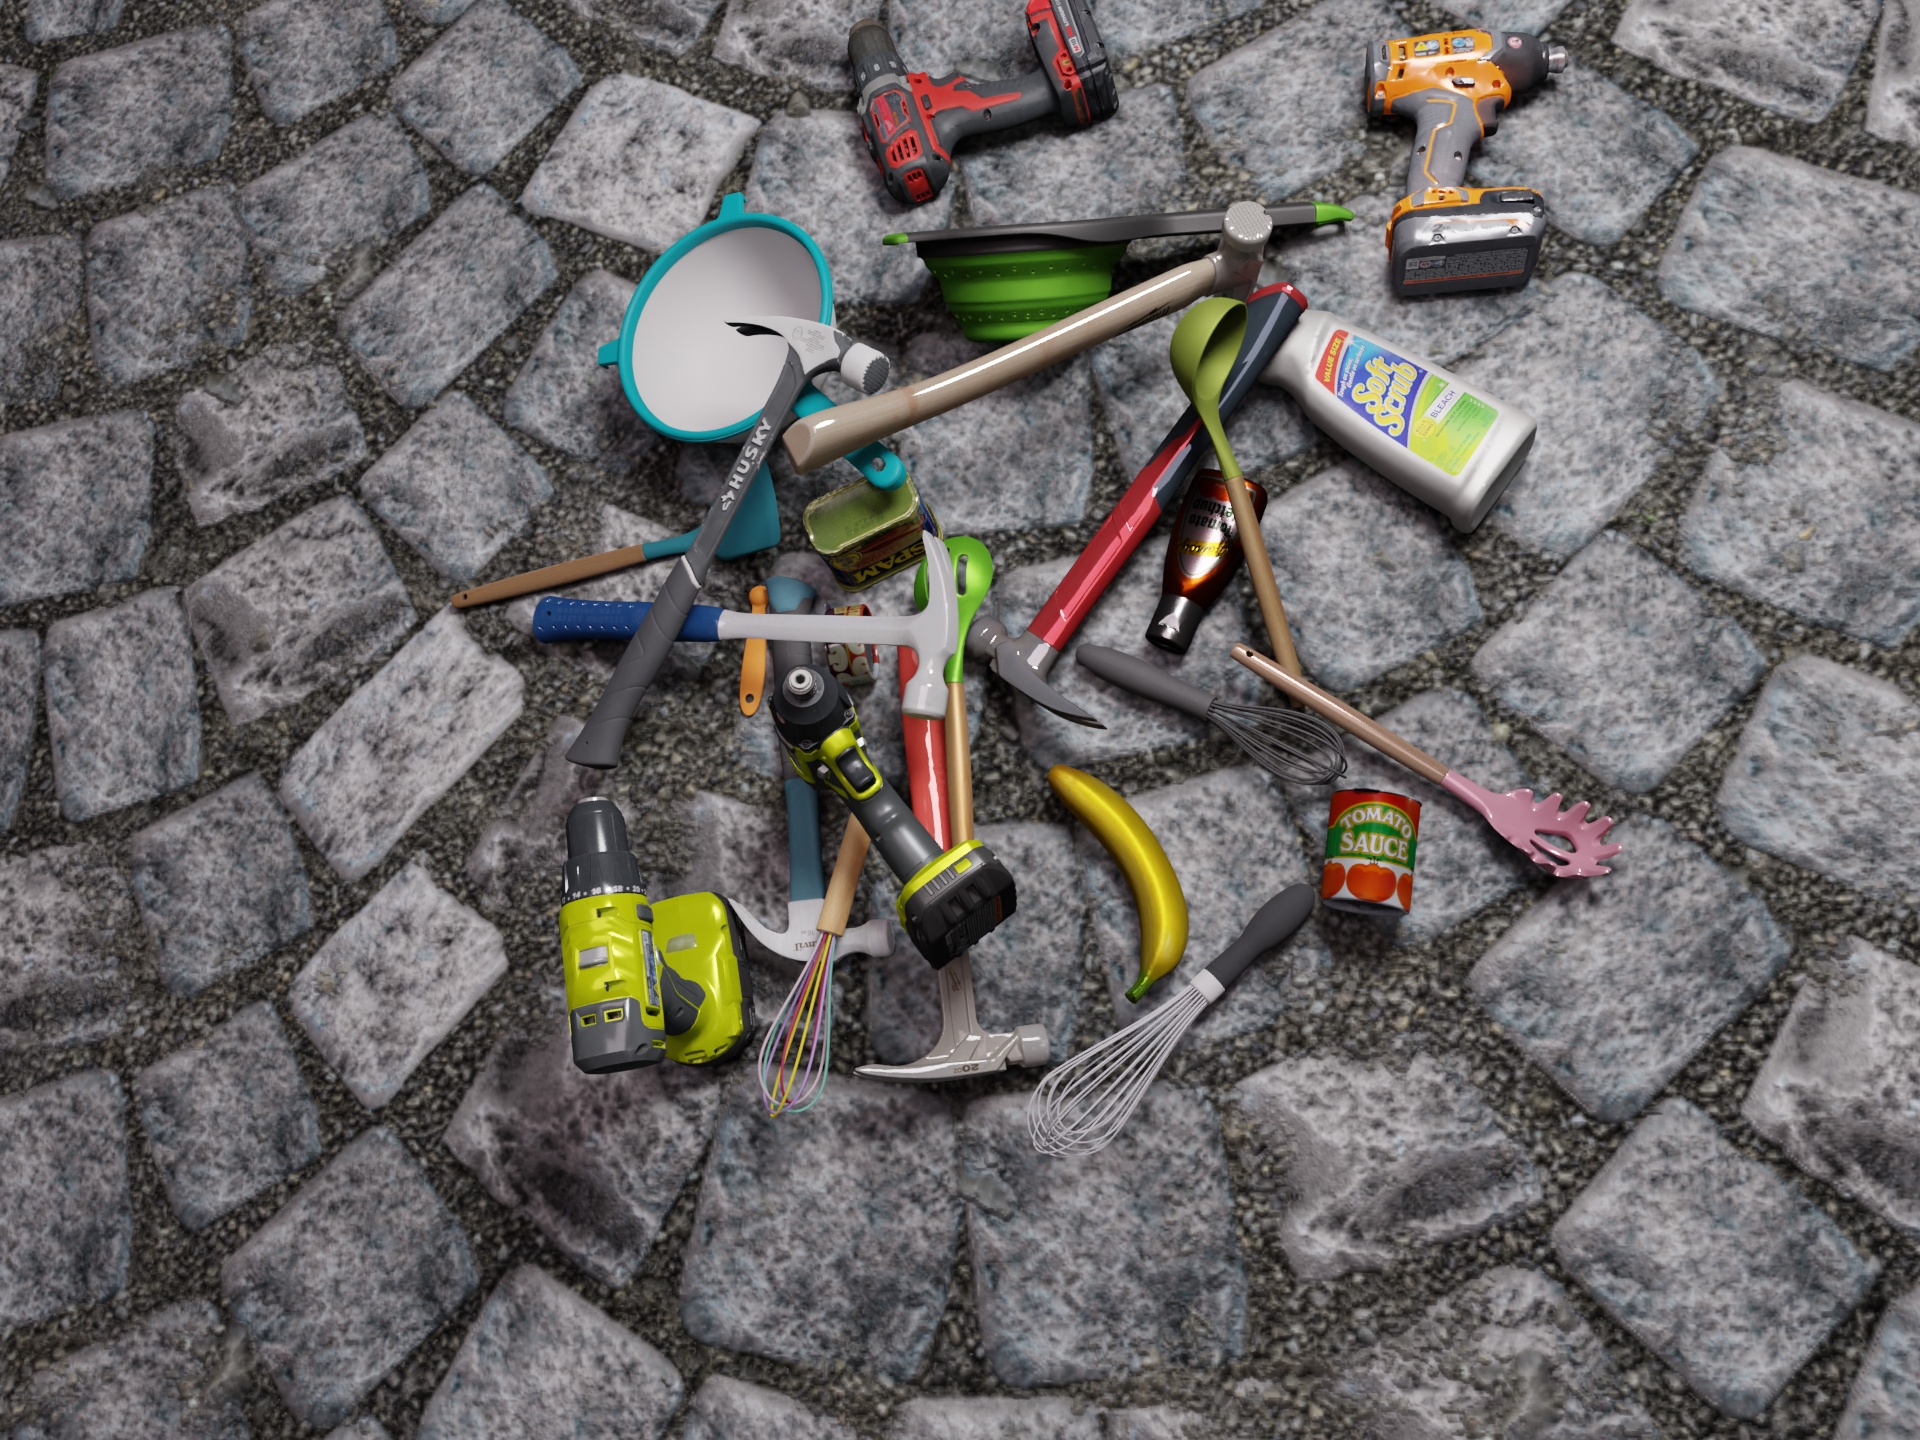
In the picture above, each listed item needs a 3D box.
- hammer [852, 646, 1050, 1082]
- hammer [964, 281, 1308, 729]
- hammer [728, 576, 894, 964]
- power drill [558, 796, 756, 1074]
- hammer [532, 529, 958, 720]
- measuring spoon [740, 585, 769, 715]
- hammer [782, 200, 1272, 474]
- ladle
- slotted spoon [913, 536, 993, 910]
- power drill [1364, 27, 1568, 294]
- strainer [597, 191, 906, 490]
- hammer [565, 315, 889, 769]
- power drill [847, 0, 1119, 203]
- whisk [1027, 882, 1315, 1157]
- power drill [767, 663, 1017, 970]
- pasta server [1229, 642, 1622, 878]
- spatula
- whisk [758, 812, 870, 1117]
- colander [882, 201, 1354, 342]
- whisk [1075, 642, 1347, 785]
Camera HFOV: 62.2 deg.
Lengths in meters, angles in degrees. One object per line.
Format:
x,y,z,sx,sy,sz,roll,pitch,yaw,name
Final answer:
-0.026,0.101,1.251,0.149,0.036,0.359,-4,70,-10,hammer
0.164,-0.177,1.265,0.143,0.038,0.386,37,91,33,hammer
-0.131,0.036,1.308,0.128,0.033,0.331,-8,73,8,hammer
-0.231,0.168,1.187,0.080,0.228,0.191,-13,72,8,power drill
-0.183,-0.083,1.299,0.405,0.035,0.144,4,79,28,hammer
-0.176,-0.061,1.356,0.021,0.011,0.117,0,74,12,measuring spoon
0.053,-0.283,1.257,0.410,0.146,0.038,-25,73,-10,hammer
0.227,-0.163,1.218,0.062,0.078,0.320,-12,101,36,ladle
-0.002,-0.004,1.256,0.070,0.031,0.314,-10,72,21,slotted spoon
0.425,-0.472,1.314,0.164,0.084,0.227,-3,70,10,power drill
-0.145,-0.286,1.358,0.211,0.095,0.341,-49,64,5,strainer
-0.212,-0.141,1.285,0.149,0.036,0.409,31,94,26,hammer
0.011,-0.587,1.437,0.226,0.080,0.188,-21,71,9,power drill
0.161,0.221,1.183,0.284,0.070,0.070,-42,71,-7,whisk
-0.058,0.062,1.154,0.080,0.171,0.223,-36,72,-10,power drill
0.342,0.025,1.196,0.316,0.040,0.060,33,67,13,pasta server
-0.304,-0.146,1.391,0.317,0.044,0.082,-14,75,9,spatula
-0.105,0.185,1.221,0.051,0.047,0.245,11,73,14,whisk
0.136,-0.375,1.337,0.397,0.205,0.094,-6,107,-6,colander
0.194,-0.009,1.246,0.239,0.055,0.055,25,81,22,whisk
